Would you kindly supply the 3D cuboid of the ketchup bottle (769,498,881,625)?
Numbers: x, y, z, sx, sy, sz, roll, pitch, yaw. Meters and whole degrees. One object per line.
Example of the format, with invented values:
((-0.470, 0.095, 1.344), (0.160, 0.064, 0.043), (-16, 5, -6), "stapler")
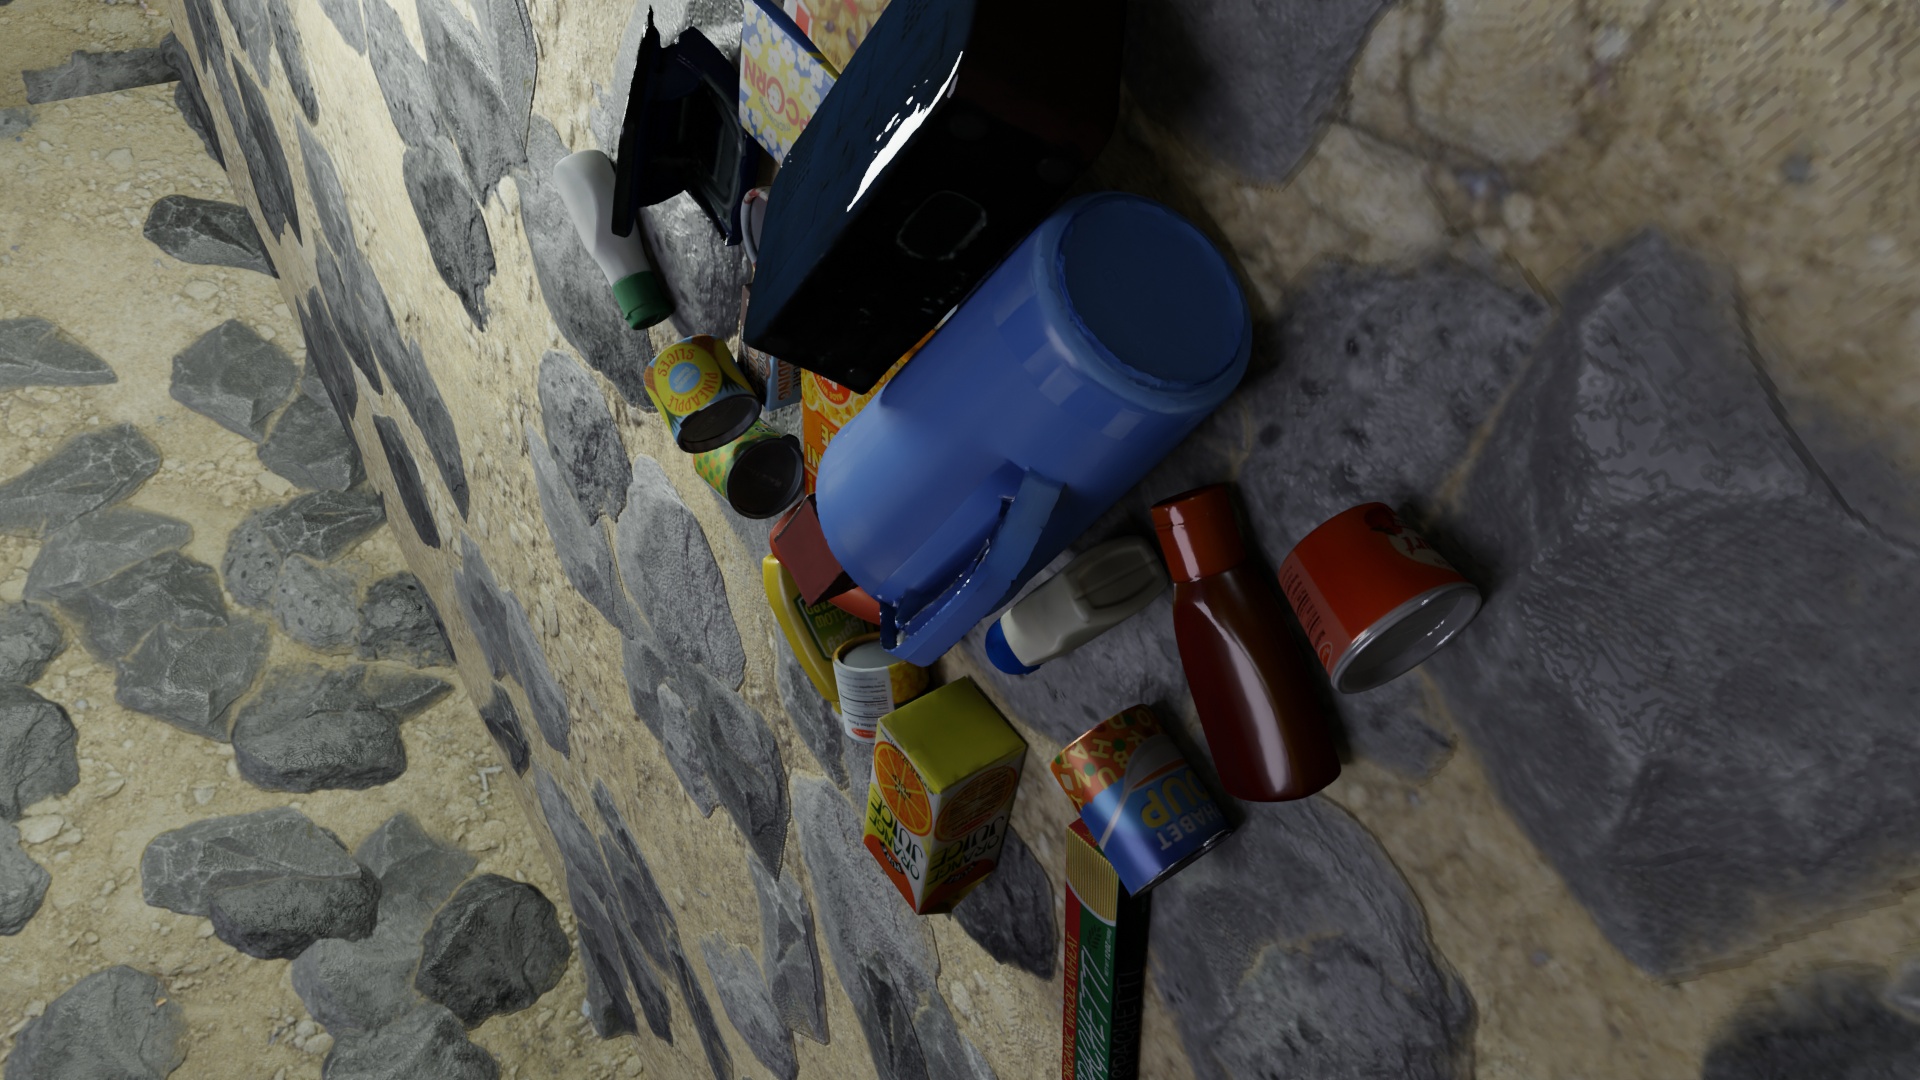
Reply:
((-0.062, 0.025, 0.945), (0.149, 0.065, 0.043), (37, 152, 30), "ketchup bottle")

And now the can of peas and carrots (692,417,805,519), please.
((-0.157, -0.060, 1.040), (0.059, 0.071, 0.070), (36, 139, 43), "can of peas and carrots")

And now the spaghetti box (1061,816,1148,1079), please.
((0.092, 0.282, 0.898), (0.050, 0.029, 0.248), (36, 138, 44), "spaghetti box")

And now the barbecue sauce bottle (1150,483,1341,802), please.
((0.130, 0.048, 0.660), (0.064, 0.044, 0.148), (-12, 99, 60), "barbecue sauce bottle")

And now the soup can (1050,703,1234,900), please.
((0.099, 0.139, 0.752), (0.084, 0.071, 0.071), (57, 149, 19), "soup can")

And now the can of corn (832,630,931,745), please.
((-0.053, 0.102, 0.978), (0.071, 0.071, 0.058), (21, 125, 52), "can of corn")

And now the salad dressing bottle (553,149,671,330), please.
((-0.285, -0.246, 1.143), (0.064, 0.044, 0.147), (-28, 86, 59), "salad dressing bottle")

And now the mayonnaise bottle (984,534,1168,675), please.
((0.055, 0.041, 0.763), (0.041, 0.065, 0.147), (62, 154, 7), "mayonnaise bottle")

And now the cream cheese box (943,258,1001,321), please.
((0.001, -0.170, 0.743), (0.053, 0.024, 0.103), (53, 148, 26), "cream cheese box")

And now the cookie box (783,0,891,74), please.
((-0.032, -0.305, 0.688), (0.123, 0.040, 0.166), (53, 149, 24), "cookie box")

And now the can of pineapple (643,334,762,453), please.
((-0.183, -0.104, 0.983), (0.058, 0.071, 0.070), (57, 149, 18), "can of pineapple")

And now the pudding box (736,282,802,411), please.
((-0.132, -0.138, 0.977), (0.050, 0.030, 0.083), (50, 147, 27), "pudding box")

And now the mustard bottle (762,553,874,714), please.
((-0.092, 0.076, 1.030), (0.049, 0.065, 0.160), (5, 120, 63), "mustard bottle")

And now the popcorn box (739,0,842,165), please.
((-0.082, -0.253, 0.808), (0.127, 0.038, 0.084), (49, 145, 30), "popcorn box")

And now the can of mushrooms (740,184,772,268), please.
((-0.112, -0.198, 0.900), (0.071, 0.033, 0.070), (37, 138, 43), "can of mushrooms")

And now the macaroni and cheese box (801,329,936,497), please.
((-0.053, -0.070, 0.883), (0.124, 0.040, 0.165), (40, 140, 39), "macaroni and cheese box")

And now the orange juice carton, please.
((-0.016, 0.191, 0.969), (0.072, 0.073, 0.191), (47, 145, 32), "orange juice carton")

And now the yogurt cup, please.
((0.166, 0.022, 0.563), (0.054, 0.072, 0.072), (60, 151, 30), "yogurt cup")
